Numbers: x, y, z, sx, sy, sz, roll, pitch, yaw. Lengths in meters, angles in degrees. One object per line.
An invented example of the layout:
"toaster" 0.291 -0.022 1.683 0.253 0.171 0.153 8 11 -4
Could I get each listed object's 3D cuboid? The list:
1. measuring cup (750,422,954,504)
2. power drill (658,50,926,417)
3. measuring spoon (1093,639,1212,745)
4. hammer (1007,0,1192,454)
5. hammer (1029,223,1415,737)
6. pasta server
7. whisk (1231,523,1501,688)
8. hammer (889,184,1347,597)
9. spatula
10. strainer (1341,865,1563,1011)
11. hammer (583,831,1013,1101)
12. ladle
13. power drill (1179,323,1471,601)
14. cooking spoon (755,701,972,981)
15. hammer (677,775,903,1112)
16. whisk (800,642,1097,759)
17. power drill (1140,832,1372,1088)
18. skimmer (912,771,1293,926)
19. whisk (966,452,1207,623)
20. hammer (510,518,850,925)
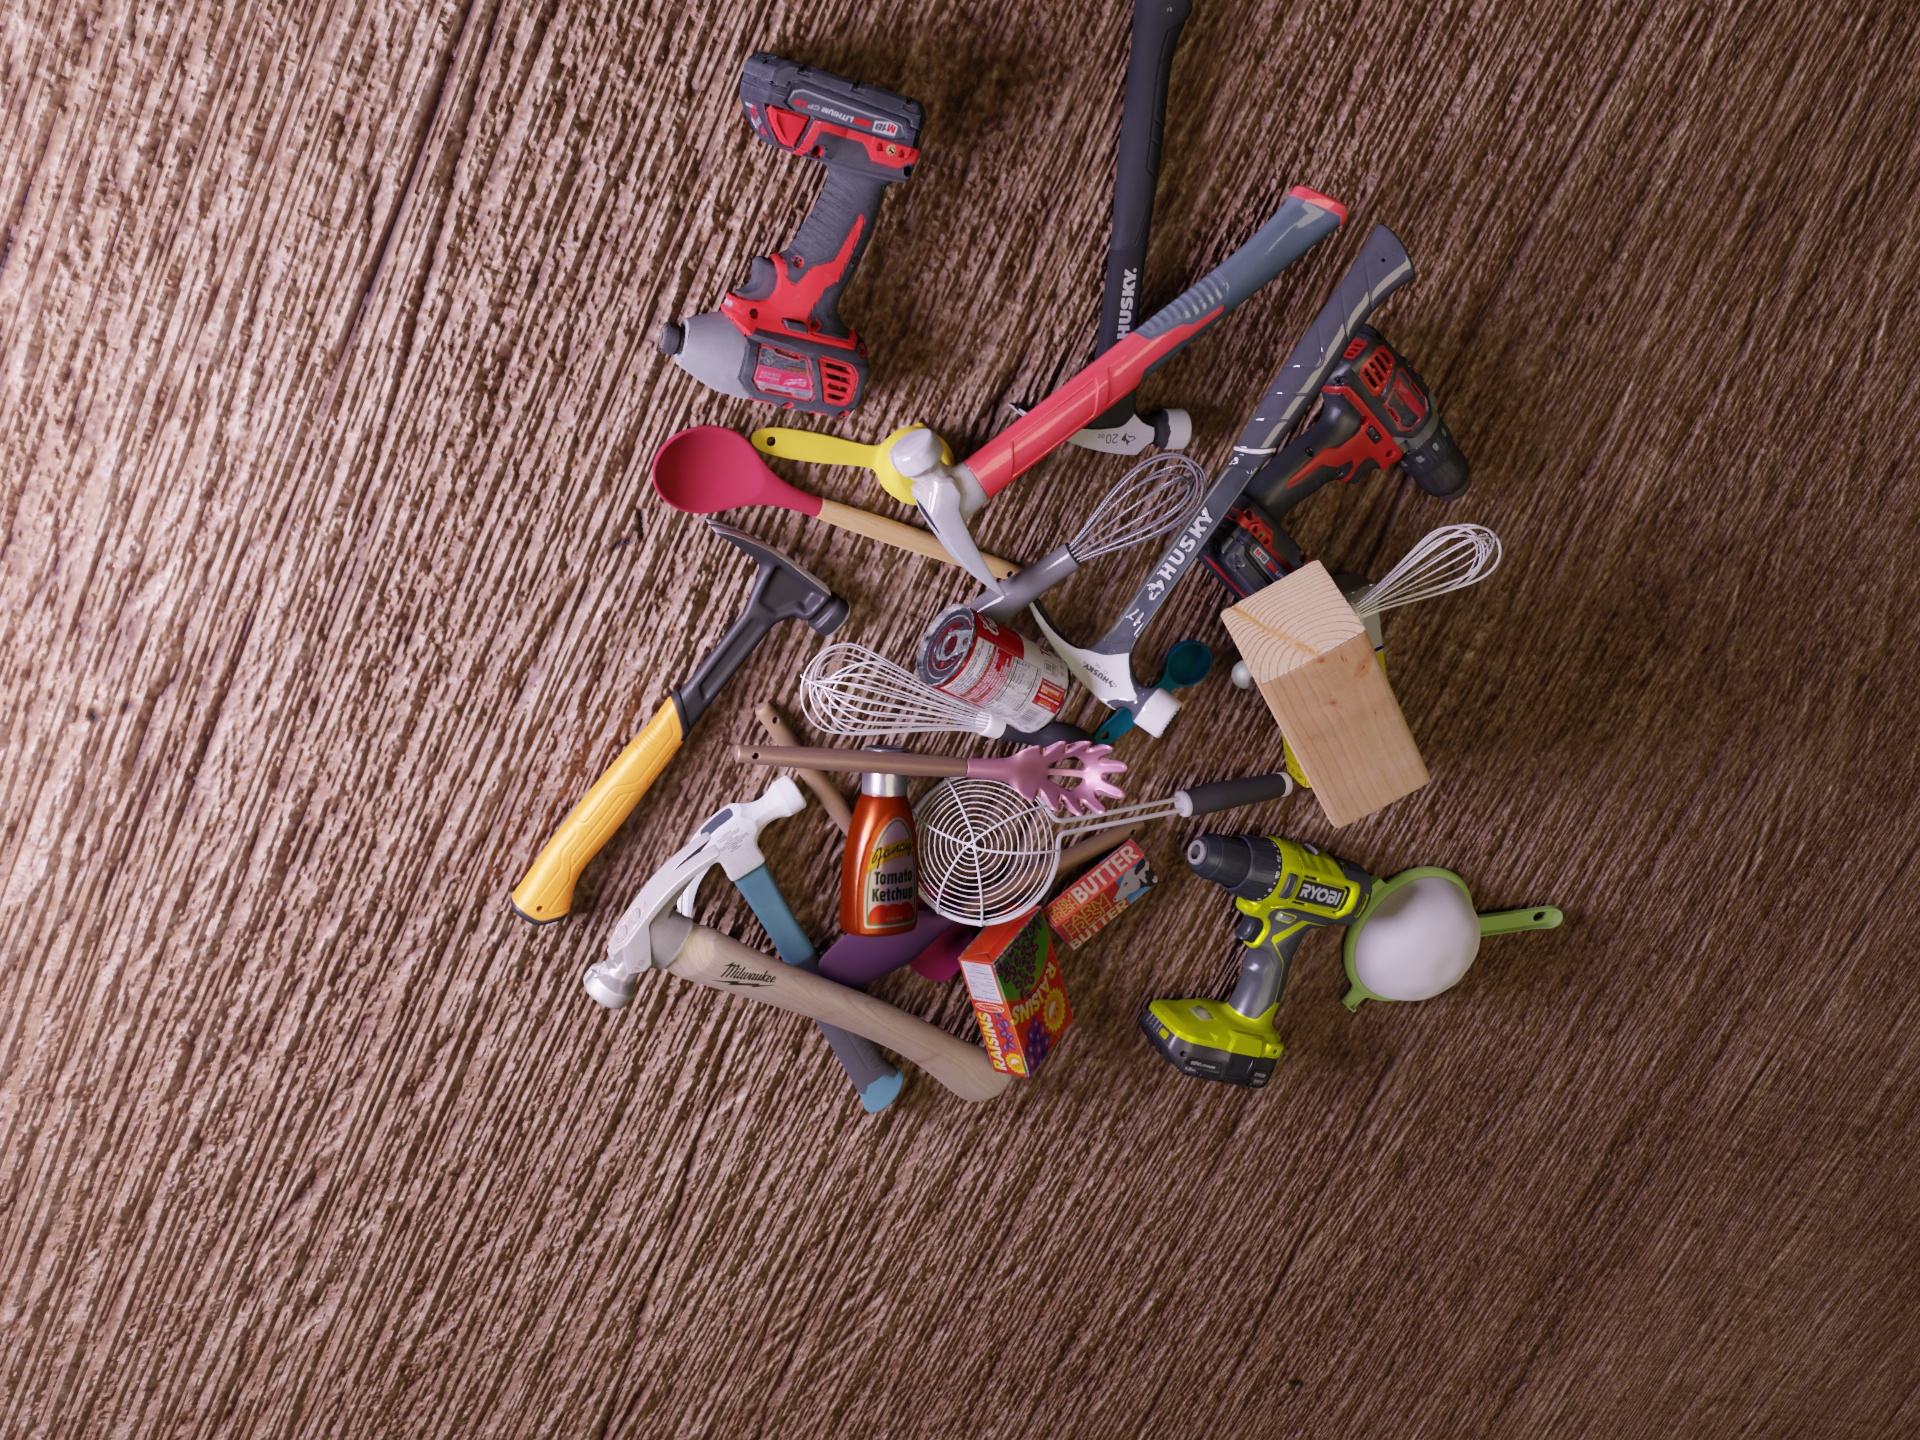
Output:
"measuring cup" -0.075 -0.191 1.158 0.156 0.029 0.062 5 111 -27
"power drill" -0.114 -0.319 1.060 0.143 0.079 0.219 7 112 -25
"measuring spoon" 0.157 -0.023 1.347 0.128 0.021 0.042 -41 123 9
"hammer" 0.120 -0.362 1.164 0.146 0.035 0.334 -5 114 -22
"hammer" 0.208 -0.192 1.211 0.149 0.036 0.409 36 103 10
"pasta server" -0.019 0.036 1.234 0.316 0.040 0.060 4 95 -23
"whisk" 0.334 -0.093 1.317 0.246 0.059 0.057 -30 146 3
"hammer" 0.135 -0.255 1.176 0.386 0.038 0.143 -38 124 -5
"spatula" 0.023 0.149 1.343 0.316 0.018 0.059 -23 123 -19
"strainer" 0.504 0.219 1.571 0.256 0.069 0.151 -4 114 -20
"hammer" -0.096 0.222 1.283 0.410 0.038 0.146 31 100 -38
"ladle" -0.082 -0.151 1.176 0.315 0.031 0.069 15 117 -30
"power drill" 0.310 -0.185 1.304 0.187 0.080 0.226 39 91 -32
"cooking spoon" -0.077 0.102 1.296 0.069 0.017 0.318 -45 123 -17
"hammer" -0.125 0.203 1.313 0.128 0.033 0.330 -31 121 -9
"whisk" -0.002 -0.005 1.261 0.284 0.070 0.070 13 107 -33
"power drill" 0.256 0.212 1.458 0.190 0.080 0.228 16 103 -29
"skimmer" 0.127 0.086 1.362 0.363 0.090 0.127 -8 78 -32
"whisk" 0.083 -0.127 1.211 0.239 0.055 0.055 -33 124 20
"hammer" -0.230 0.012 1.181 0.127 0.034 0.337 35 96 -32
